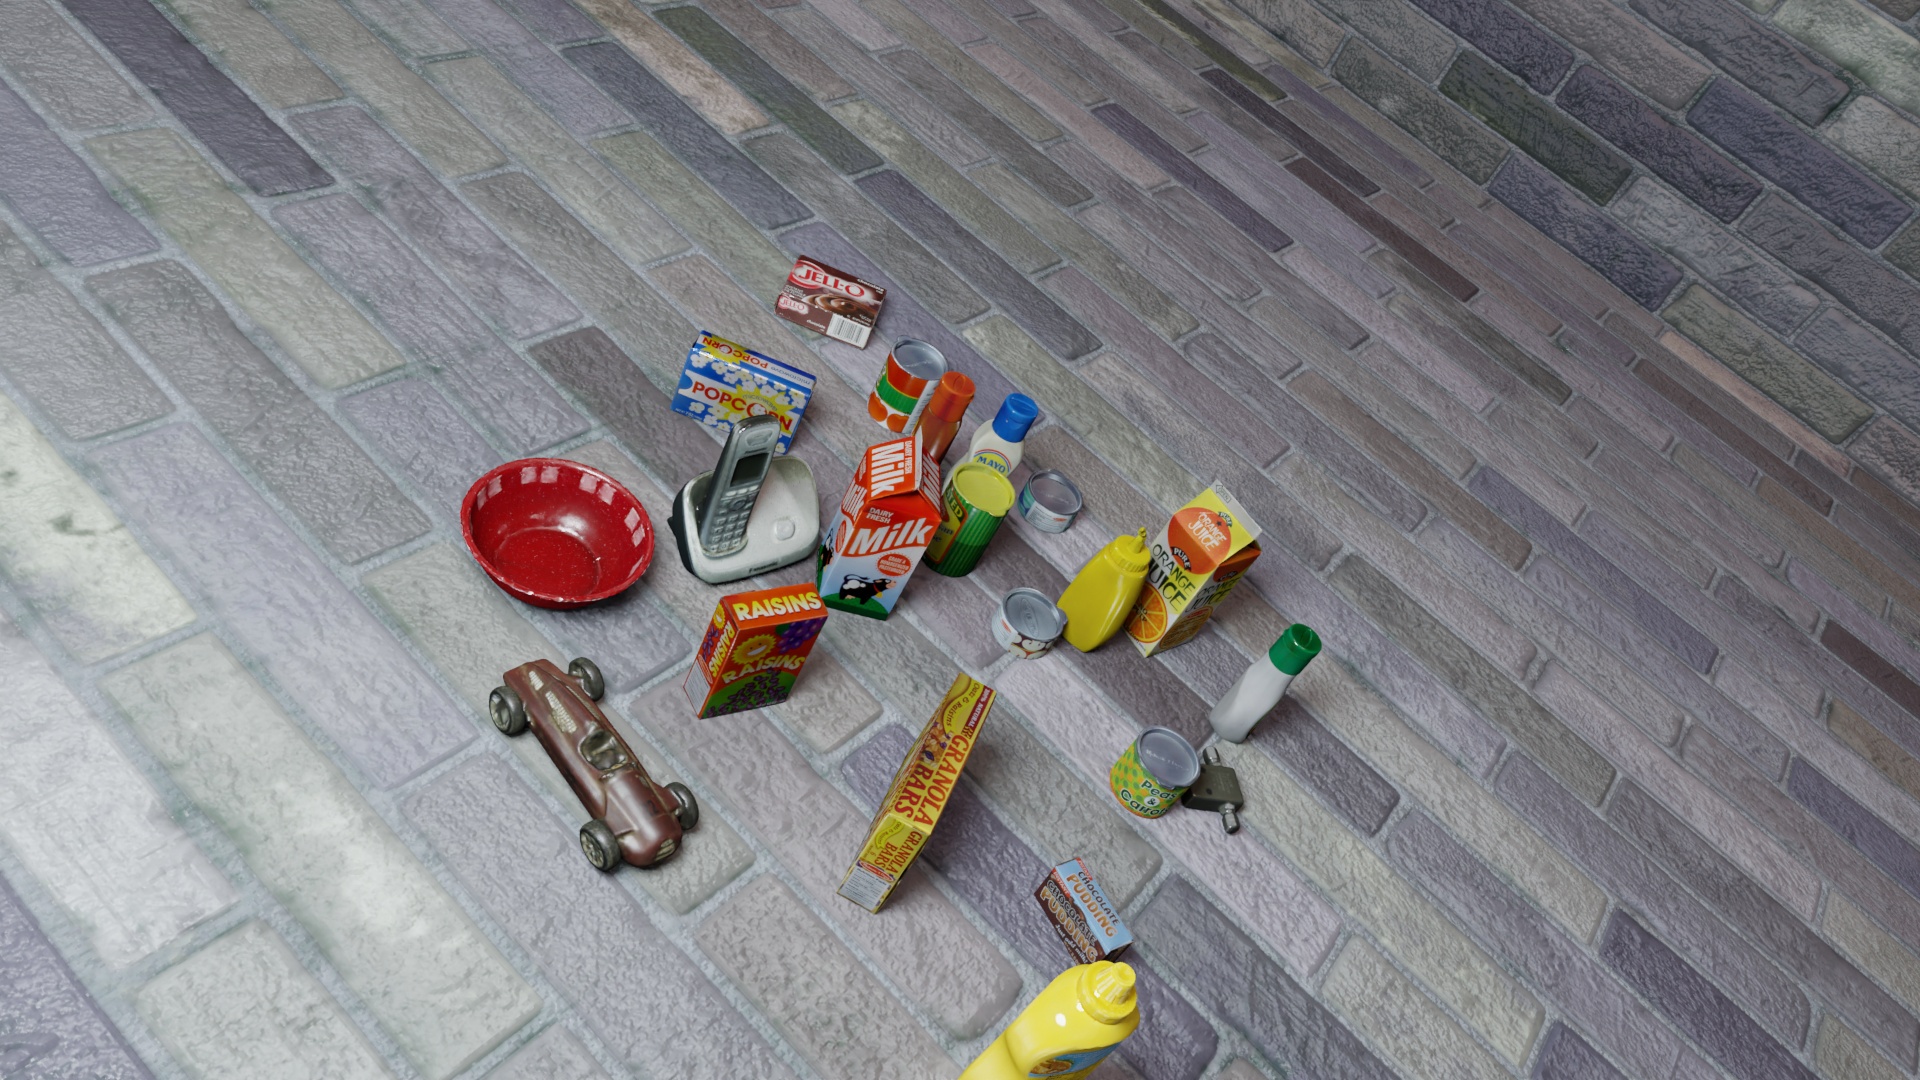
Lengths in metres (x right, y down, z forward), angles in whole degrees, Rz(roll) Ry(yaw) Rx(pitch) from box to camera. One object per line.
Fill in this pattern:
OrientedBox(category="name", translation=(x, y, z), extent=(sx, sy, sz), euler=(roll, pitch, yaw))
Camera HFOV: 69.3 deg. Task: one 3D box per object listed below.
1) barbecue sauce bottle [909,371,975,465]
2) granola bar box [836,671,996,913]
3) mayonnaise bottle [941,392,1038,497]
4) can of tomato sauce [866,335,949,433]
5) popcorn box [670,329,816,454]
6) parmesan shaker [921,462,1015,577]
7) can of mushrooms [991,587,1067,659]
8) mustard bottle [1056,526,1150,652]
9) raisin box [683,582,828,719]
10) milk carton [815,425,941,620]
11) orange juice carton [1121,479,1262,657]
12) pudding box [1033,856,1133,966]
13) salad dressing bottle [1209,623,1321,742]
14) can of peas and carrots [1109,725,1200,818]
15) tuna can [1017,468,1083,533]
OrientedBox(category="barbecue sauce bottle", translation=(-0.029, -0.107, 1.420), extent=(0.044, 0.147, 0.065), euler=(27, 41, -4))
OrientedBox(category="granola bar box", translation=(-0.033, 0.203, 1.124), extent=(0.039, 0.123, 0.166), euler=(30, 41, 0))
OrientedBox(category="mayonnaise bottle", translation=(0.034, -0.088, 1.437), extent=(0.065, 0.147, 0.041), euler=(24, 41, -7))
OrientedBox(category="can of tomato sauce", translation=(-0.060, -0.169, 1.514), extent=(0.071, 0.082, 0.071), euler=(16, 43, -15))
OrientedBox(category="popcorn box", translation=(-0.218, -0.148, 1.400), extent=(0.127, 0.084, 0.038), euler=(22, 41, -10))
OrientedBox(category="parmesan shaker", translation=(0.005, -0.017, 1.383), extent=(0.071, 0.102, 0.072), euler=(16, 43, -16))
OrientedBox(category="can of mushrooms", translation=(0.068, 0.082, 1.372), extent=(0.071, 0.033, 0.071), euler=(16, 43, -15))
OrientedBox(category="mustard bottle", translation=(0.148, 0.042, 1.364), extent=(0.065, 0.159, 0.049), euler=(46, 43, 17))
OrientedBox(category="raisin box", translation=(-0.171, 0.091, 1.156), extent=(0.086, 0.122, 0.040), euler=(-7, 53, -35))
OrientedBox(category="milk carton", translation=(-0.070, -0.017, 1.273), extent=(0.073, 0.189, 0.073), euler=(15, 43, -17))
OrientedBox(category="orange juice carton", translation=(0.233, 0.027, 1.403), extent=(0.073, 0.191, 0.072), euler=(-15, 58, -39))
OrientedBox(category="pudding box", translation=(0.101, 0.311, 1.149), extent=(0.030, 0.049, 0.084), euler=(-11, 55, -37))
OrientedBox(category="salad dressing bottle", translation=(0.299, 0.140, 1.362), extent=(0.044, 0.146, 0.064), euler=(35, 41, 5))
OrientedBox(category="can of peas and carrots", translation=(0.179, 0.216, 1.283), extent=(0.071, 0.058, 0.071), euler=(16, 43, -15))
OrientedBox(category="tuna can", translation=(0.098, -0.044, 1.517), extent=(0.071, 0.032, 0.071), euler=(16, 43, -15))
